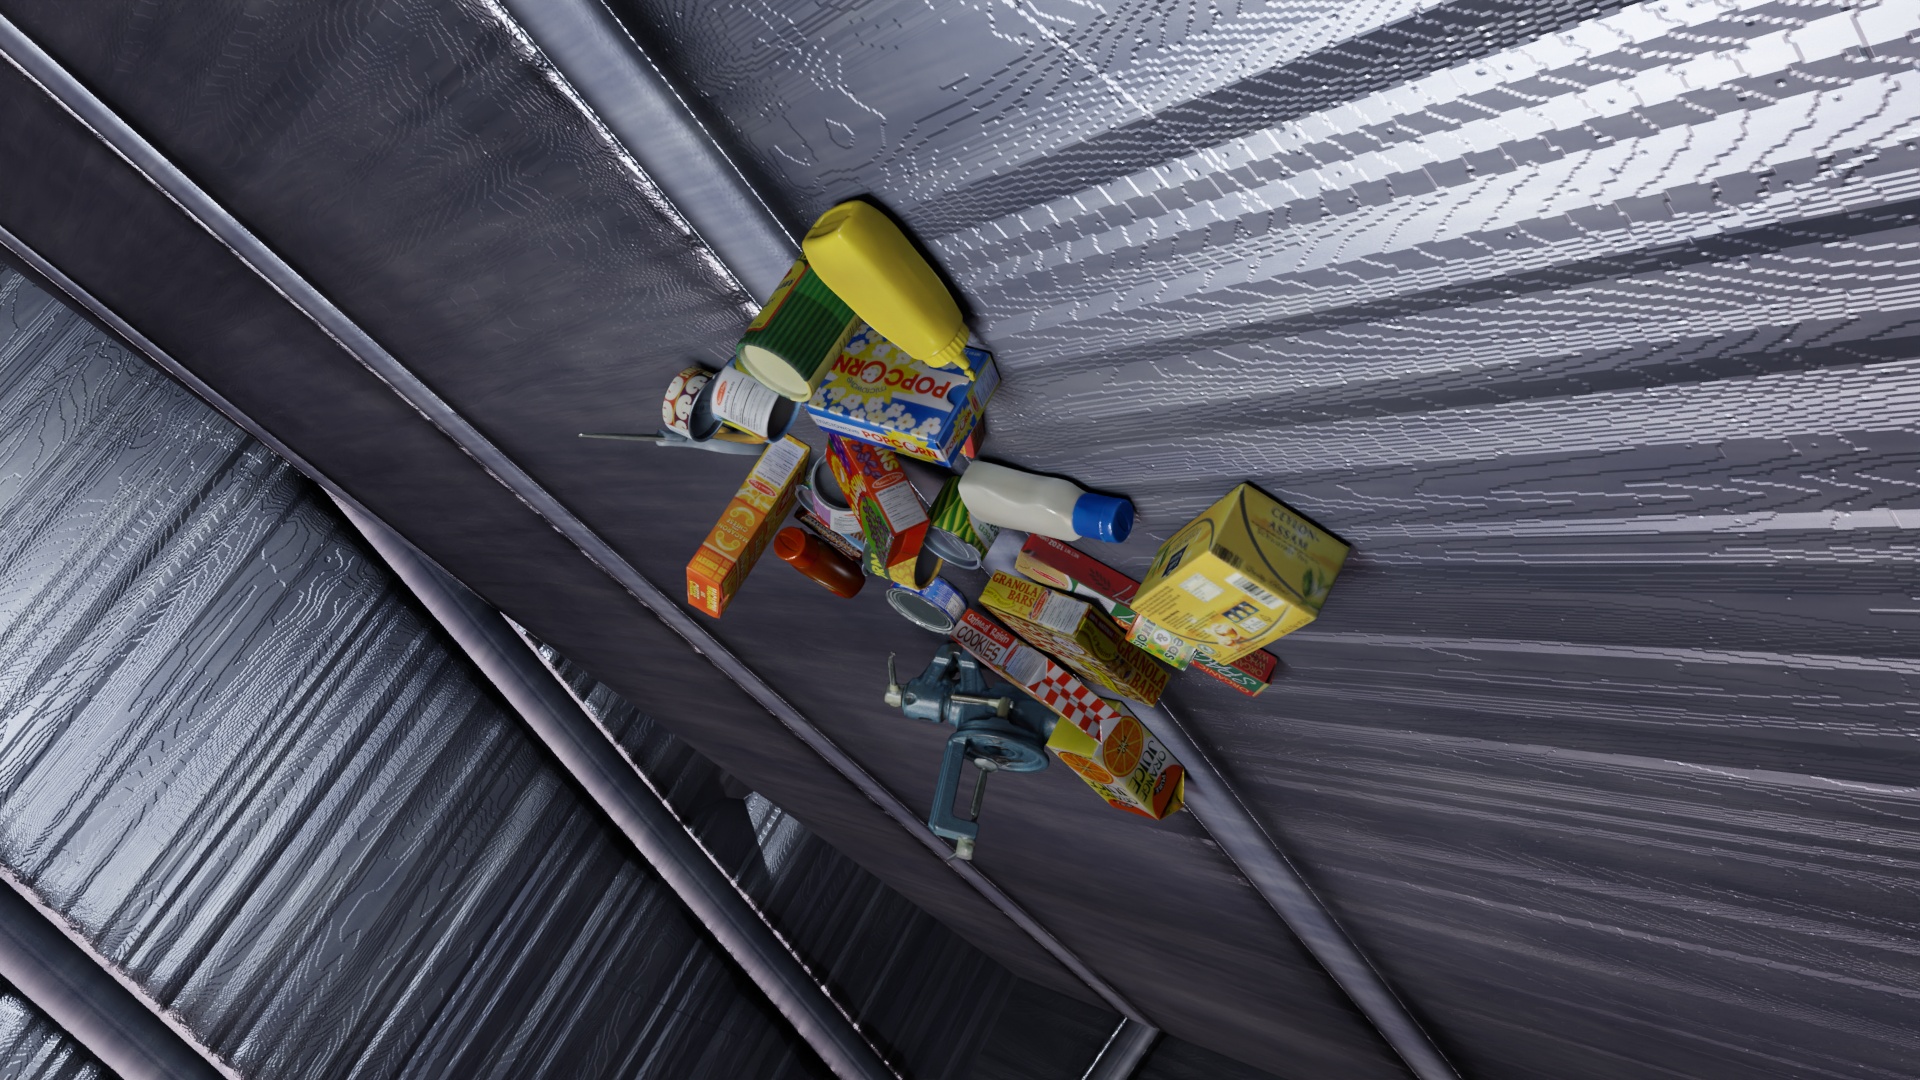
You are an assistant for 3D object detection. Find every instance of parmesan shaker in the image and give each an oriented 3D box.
[{"bbox_3d":[-0.108,-0.161,1.006,0.071,0.103,0.071,26,158,12],"label":"parmesan shaker"}]

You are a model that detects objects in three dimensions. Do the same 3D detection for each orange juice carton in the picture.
[{"bbox_3d":[0.188,0.257,1.589,0.072,0.073,0.192,5,148,47],"label":"orange juice carton"}]

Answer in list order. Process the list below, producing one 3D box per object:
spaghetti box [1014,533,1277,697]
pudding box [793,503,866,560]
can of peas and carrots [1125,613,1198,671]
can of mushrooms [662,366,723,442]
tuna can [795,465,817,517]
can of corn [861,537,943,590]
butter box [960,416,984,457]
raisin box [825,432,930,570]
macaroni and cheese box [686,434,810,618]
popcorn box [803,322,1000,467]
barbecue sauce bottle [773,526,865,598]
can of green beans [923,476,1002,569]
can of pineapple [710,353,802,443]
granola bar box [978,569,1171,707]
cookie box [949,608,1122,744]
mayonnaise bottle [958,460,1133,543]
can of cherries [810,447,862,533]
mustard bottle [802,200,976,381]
[{"bbox_3d":[0.166,0.066,1.254,0.250,0.029,0.050,28,159,6],"label":"spaghetti box"},{"bbox_3d":[-0.127,-0.016,1.456,0.083,0.030,0.049,38,157,-19],"label":"pudding box"},{"bbox_3d":[0.181,0.071,1.189,0.059,0.071,0.070,28,158,7],"label":"can of peas and carrots"},{"bbox_3d":[-0.248,-0.131,1.312,0.033,0.071,0.070,24,158,19],"label":"can of mushrooms"},{"bbox_3d":[-0.131,-0.046,1.389,0.071,0.033,0.070,26,158,11],"label":"tuna can"},{"bbox_3d":[-0.055,0.012,1.366,0.058,0.071,0.071,20,156,23],"label":"can of corn"},{"bbox_3d":[-0.030,-0.107,1.134,0.103,0.024,0.053,24,158,17],"label":"butter box"},{"bbox_3d":[-0.074,-0.047,1.222,0.123,0.040,0.085,61,163,15],"label":"raisin box"},{"bbox_3d":[-0.210,-0.014,1.379,0.040,0.167,0.123,30,159,1],"label":"macaroni and cheese box"},{"bbox_3d":[-0.045,-0.113,1.055,0.127,0.085,0.038,18,156,29],"label":"popcorn box"},{"bbox_3d":[-0.155,0.021,1.500,0.065,0.043,0.148,39,179,23],"label":"barbecue sauce bottle"},{"bbox_3d":[0.003,-0.016,1.246,0.071,0.058,0.071,26,158,12],"label":"can of green beans"},{"bbox_3d":[-0.178,-0.127,1.230,0.058,0.071,0.070,25,158,14],"label":"can of pineapple"},{"bbox_3d":[0.110,0.095,1.328,0.124,0.039,0.165,20,166,44],"label":"granola bar box"},{"bbox_3d":[0.075,0.140,1.447,0.122,0.040,0.167,39,175,-31],"label":"cookie box"},{"bbox_3d":[0.072,-0.029,1.153,0.148,0.041,0.064,13,154,35],"label":"mayonnaise bottle"},{"bbox_3d":[-0.108,-0.049,1.312,0.071,0.072,0.058,28,159,7],"label":"can of cherries"},{"bbox_3d":[-0.039,-0.168,0.976,0.065,0.049,0.160,1,144,50],"label":"mustard bottle"}]
